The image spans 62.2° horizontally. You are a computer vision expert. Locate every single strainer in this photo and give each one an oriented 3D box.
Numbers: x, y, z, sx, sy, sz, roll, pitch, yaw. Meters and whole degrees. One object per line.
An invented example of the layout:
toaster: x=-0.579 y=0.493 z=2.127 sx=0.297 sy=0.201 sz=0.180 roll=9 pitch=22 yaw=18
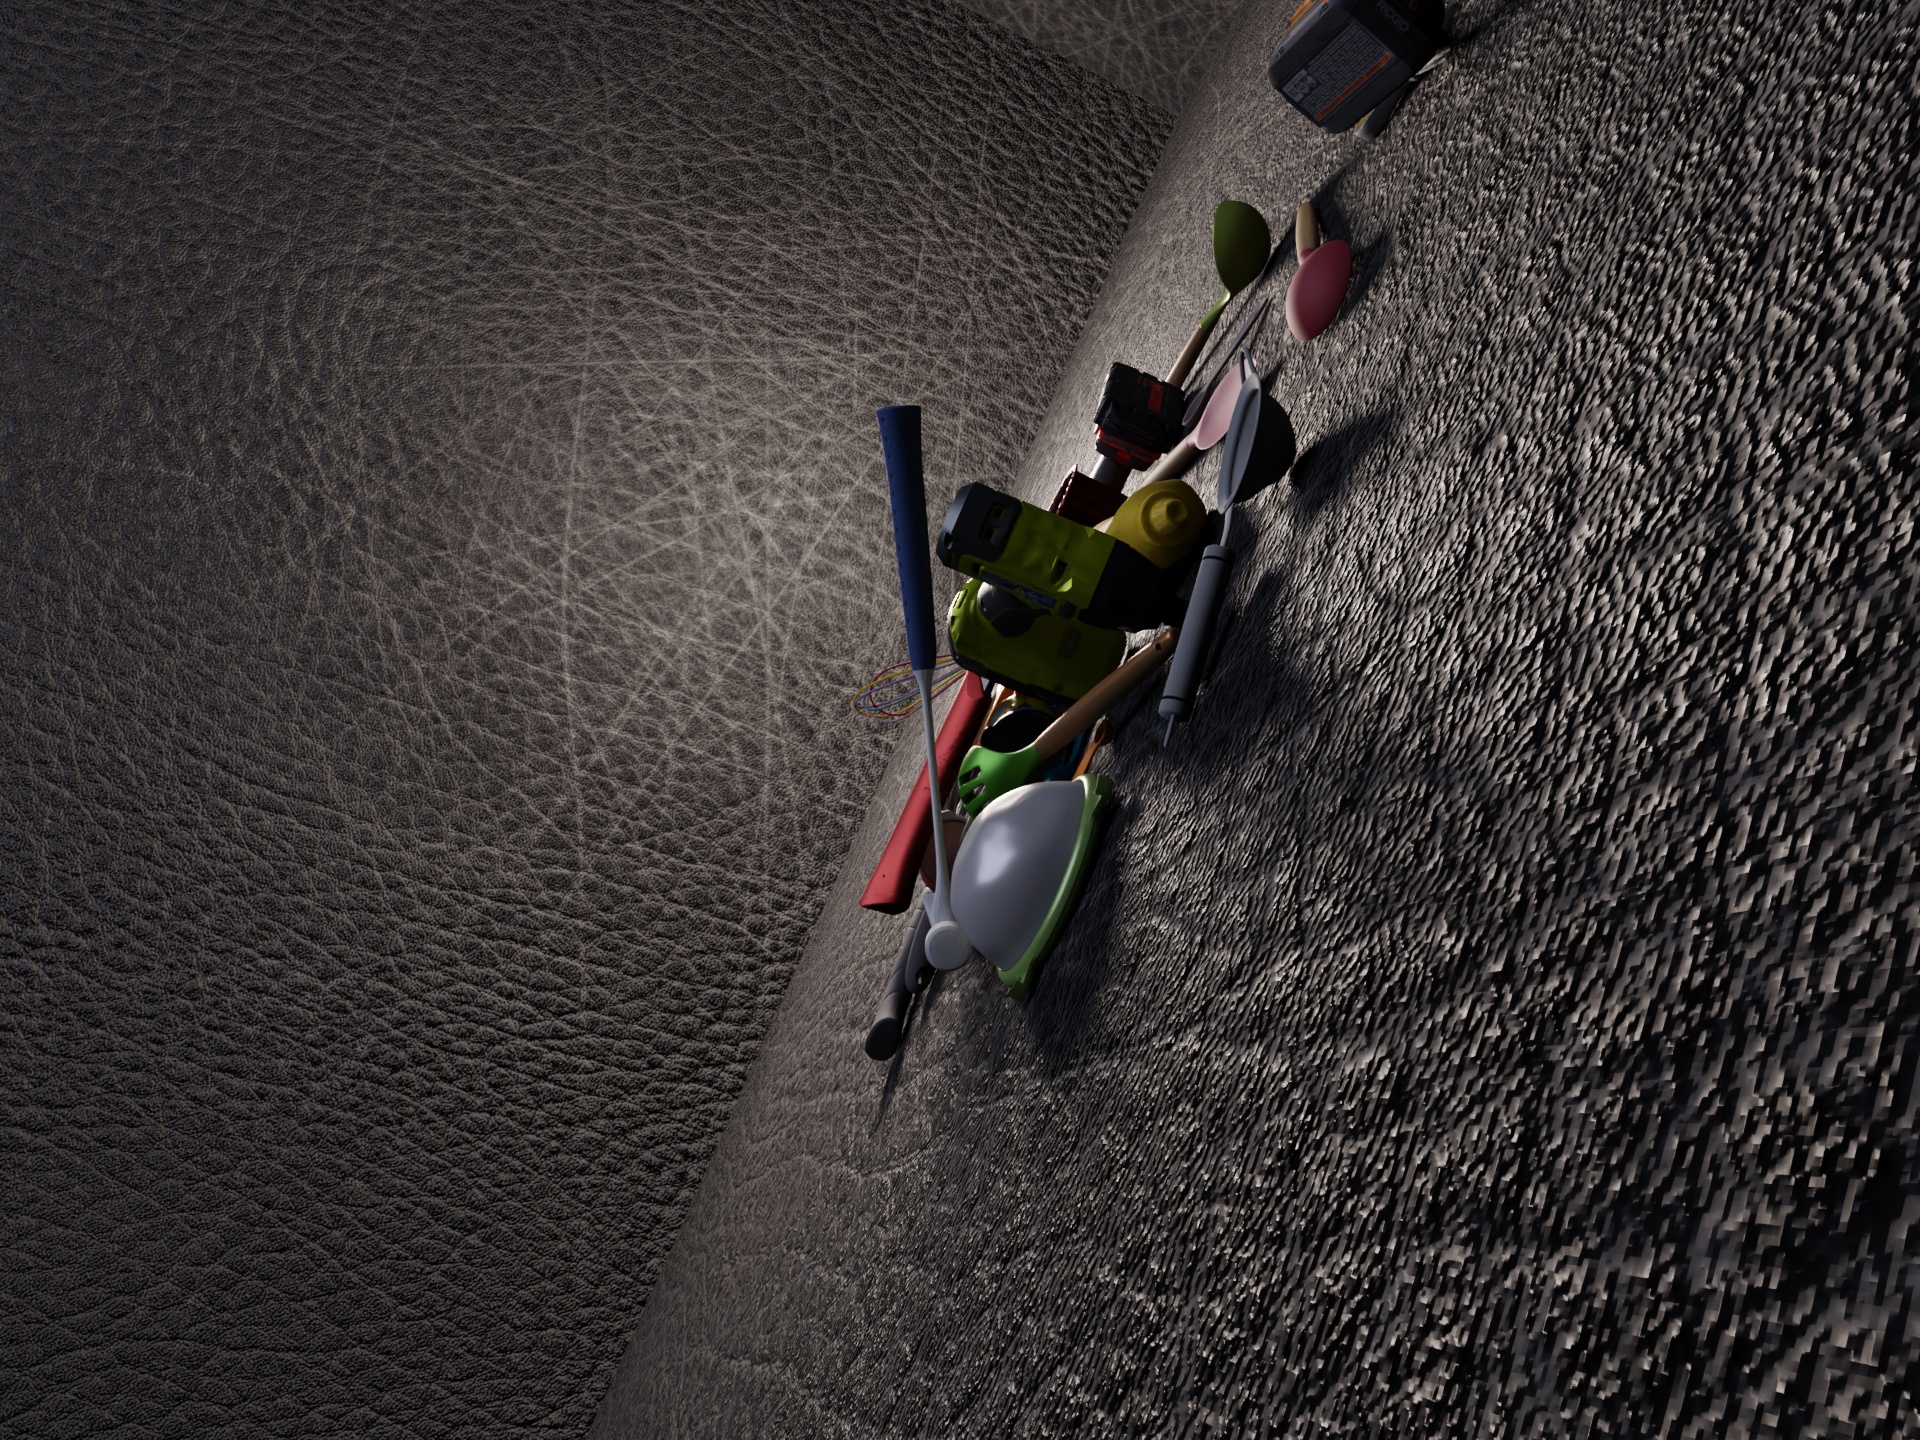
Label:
strainer: x=0.158 y=-0.103 z=0.947 sx=0.087 sy=0.050 sz=0.258 roll=112 pitch=177 yaw=-76
strainer: x=0.027 y=0.093 z=1.104 sx=0.256 sy=0.069 sz=0.151 roll=-166 pitch=99 yaw=-82

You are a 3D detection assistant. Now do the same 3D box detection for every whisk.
whisk: x=-0.006 y=0.136 z=1.446 sx=0.055 sy=0.055 sz=0.239 roll=127 pitch=162 yaw=-67
whisk: x=0.008 y=-0.054 z=1.457 sx=0.245 sy=0.047 sz=0.051 roll=-22 pitch=21 yaw=22

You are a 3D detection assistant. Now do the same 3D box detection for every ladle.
ladle: x=0.258 y=-0.346 z=1.169 sx=0.069 sy=0.031 sz=0.316 roll=-62 pitch=4 yaw=30
ladle: x=0.214 y=-0.364 z=1.521 sx=0.320 sy=0.062 sz=0.078 roll=119 pitch=174 yaw=-57

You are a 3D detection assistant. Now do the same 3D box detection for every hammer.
hammer: x=-0.002 y=-0.004 z=1.347 sx=0.149 sy=0.036 sz=0.359 roll=29 pitch=96 yaw=49
hammer: x=-0.027 y=-0.027 z=1.185 sx=0.144 sy=0.035 sz=0.405 roll=-111 pitch=16 yaw=-86
hammer: x=-0.025 y=0.158 z=1.559 sx=0.149 sy=0.036 sz=0.409 roll=119 pitch=173 yaw=-45

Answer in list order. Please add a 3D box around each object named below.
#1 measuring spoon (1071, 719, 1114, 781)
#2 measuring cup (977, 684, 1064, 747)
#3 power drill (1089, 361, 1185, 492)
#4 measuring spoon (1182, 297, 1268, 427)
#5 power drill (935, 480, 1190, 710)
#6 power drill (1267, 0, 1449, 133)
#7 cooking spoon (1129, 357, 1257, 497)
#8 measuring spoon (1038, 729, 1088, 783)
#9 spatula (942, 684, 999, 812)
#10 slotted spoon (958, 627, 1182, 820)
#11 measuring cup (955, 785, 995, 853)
measuring spoon: x=0.084 y=0.051 z=1.131 sx=0.021 sy=0.011 sz=0.117 roll=-99 pitch=30 yaw=-66
measuring cup: x=0.057 y=-0.011 z=1.418 sx=0.095 sy=0.052 sz=0.174 roll=-62 pitch=6 yaw=23
power drill: x=0.137 y=-0.228 z=1.554 sx=0.143 sy=0.078 sz=0.219 roll=-72 pitch=6 yaw=-56
measuring spoon: x=0.226 y=-0.296 z=1.330 sx=0.124 sy=0.018 sz=0.034 roll=-57 pitch=9 yaw=6
power drill: x=0.067 y=-0.080 z=1.128 sx=0.223 sy=0.171 sz=0.080 roll=100 pitch=-167 yaw=-76
power drill: x=0.317 y=-0.523 z=1.059 sx=0.226 sy=0.084 sz=0.185 roll=-57 pitch=11 yaw=-14
cooking spoon: x=0.188 y=-0.224 z=1.320 sx=0.319 sy=0.017 sz=0.069 roll=140 pitch=148 yaw=-77
measuring spoon: x=0.082 y=0.015 z=1.219 sx=0.042 sy=0.021 sz=0.129 roll=126 pitch=167 yaw=-63
spatula: x=0.033 y=-0.008 z=1.510 sx=0.316 sy=0.018 sz=0.060 roll=-63 pitch=8 yaw=4
slotted spoon: x=0.070 y=0.008 z=1.136 sx=0.031 sy=0.070 sz=0.313 roll=-18 pitch=-14 yaw=-33
measuring cup: x=0.029 y=0.100 z=1.294 sx=0.168 sy=0.038 sz=0.083 roll=-87 pitch=22 yaw=-71
